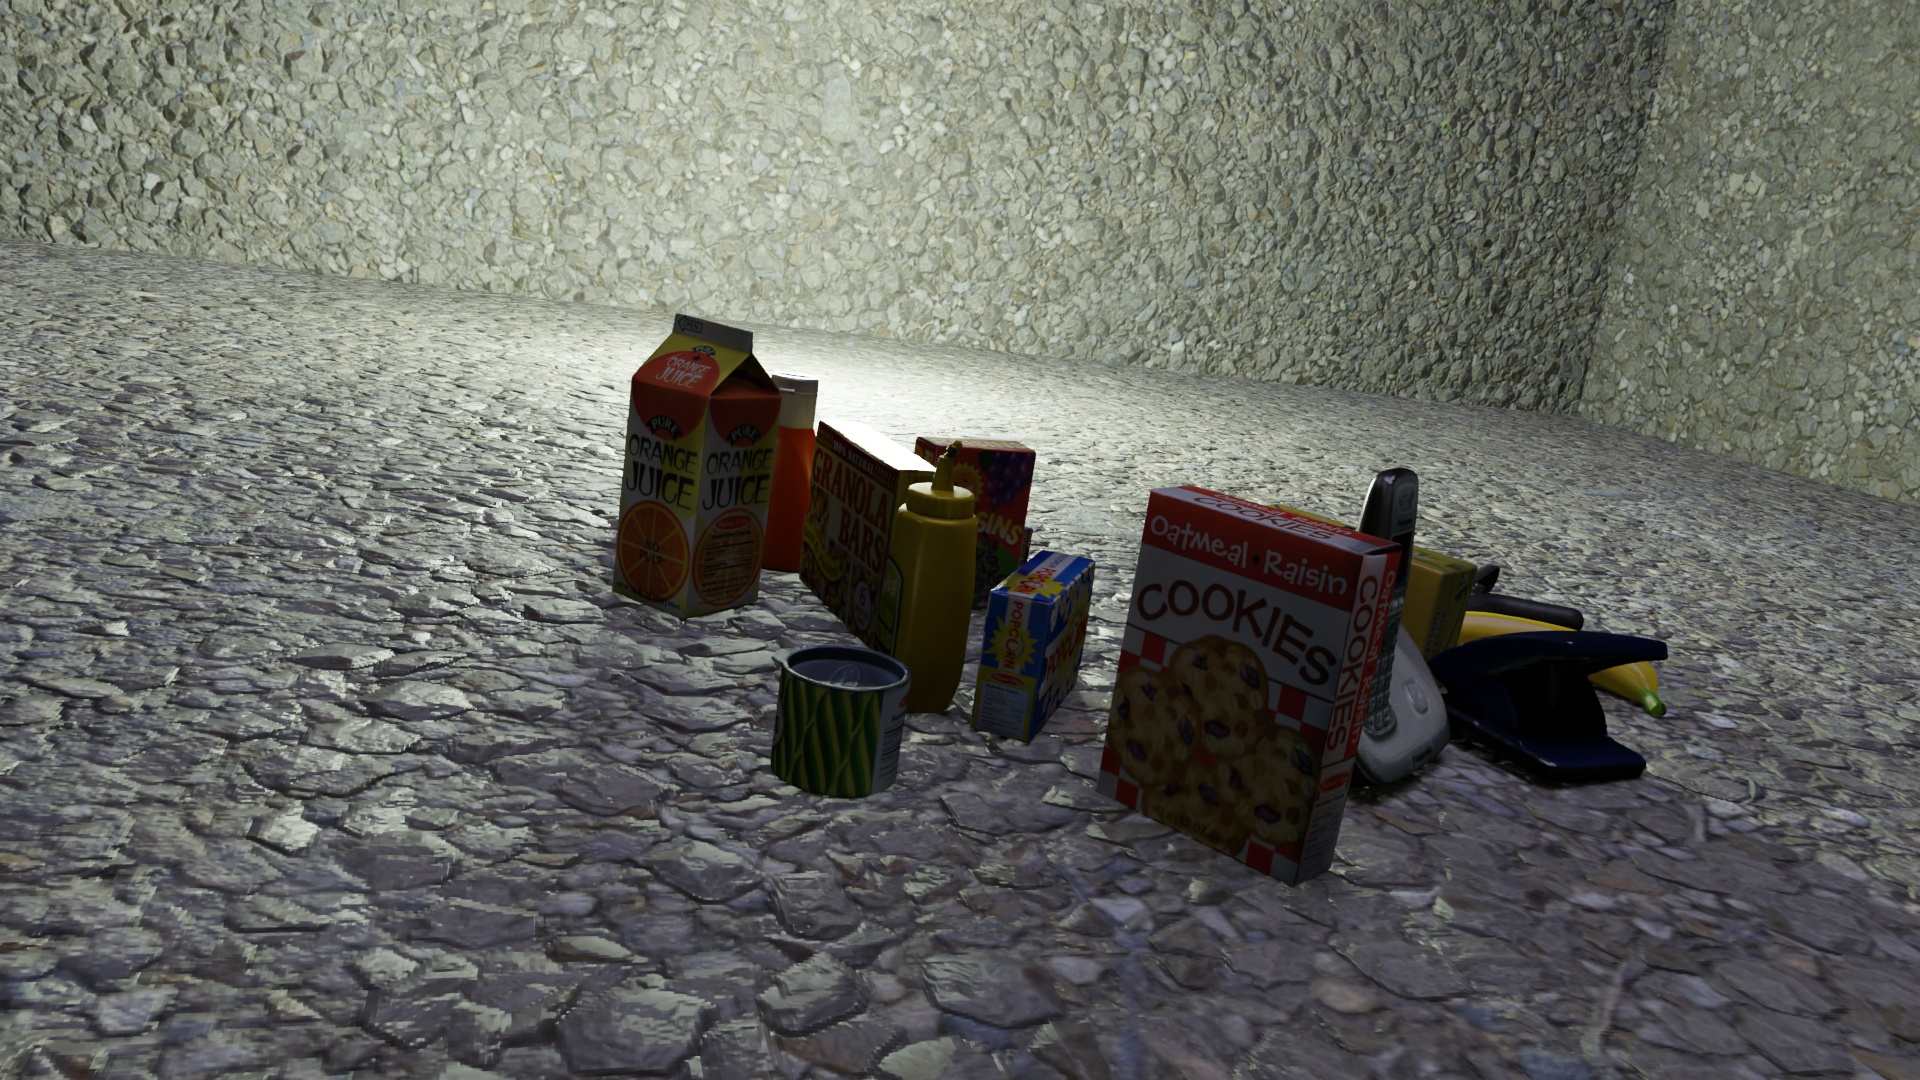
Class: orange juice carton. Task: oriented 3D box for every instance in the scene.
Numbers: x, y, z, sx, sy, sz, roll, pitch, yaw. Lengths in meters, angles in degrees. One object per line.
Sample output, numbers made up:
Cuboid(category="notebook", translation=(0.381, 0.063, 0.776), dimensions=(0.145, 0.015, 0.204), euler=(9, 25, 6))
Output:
Cuboid(category="orange juice carton", translation=(-0.176, -0.052, 0.935), dimensions=(0.072, 0.192, 0.073), euler=(17, 15, 32))

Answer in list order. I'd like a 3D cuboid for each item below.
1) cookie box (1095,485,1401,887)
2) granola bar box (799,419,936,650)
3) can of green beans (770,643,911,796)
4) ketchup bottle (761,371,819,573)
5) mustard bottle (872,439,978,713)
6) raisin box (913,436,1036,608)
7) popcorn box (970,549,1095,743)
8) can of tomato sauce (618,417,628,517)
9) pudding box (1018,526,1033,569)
Cuboid(category="cookie box", translation=(0.139, 0.067, 0.691), dimensions=(0.123, 0.167, 0.040), euler=(20, 17, 41))
Cuboid(category="granola bar box", translation=(-0.065, -0.007, 0.963), dimensions=(0.039, 0.124, 0.166), euler=(2, 15, -25))
Cuboid(category="can of green beans", translation=(-0.061, 0.090, 0.705), dimensions=(0.071, 0.057, 0.071), euler=(8, 13, -2))
Cuboid(category="ketchup bottle", translation=(-0.134, -0.052, 1.055), dimensions=(0.065, 0.148, 0.043), euler=(10, 13, 7))
Cuboid(category="mustard bottle", translation=(-0.018, 0.018, 0.811), dimensions=(0.049, 0.159, 0.065), euler=(4, 14, -19))
Cuboid(category="raisin box", translation=(0.004, -0.013, 1.032), dimensions=(0.086, 0.123, 0.040), euler=(2, 15, -27))
Cuboid(category="popcorn box", translation=(0.046, 0.060, 0.838), dimensions=(0.038, 0.085, 0.127), euler=(12, 14, 15))
Cuboid(category="can of tomato sauce", translation=(-0.244, -0.056, 1.144), dimensions=(0.071, 0.083, 0.071), euler=(8, 13, -2))
Cuboid(category="pudding box", translation=(0.014, 0.004, 1.128), dimensions=(0.084, 0.049, 0.030), euler=(17, 15, 32))
